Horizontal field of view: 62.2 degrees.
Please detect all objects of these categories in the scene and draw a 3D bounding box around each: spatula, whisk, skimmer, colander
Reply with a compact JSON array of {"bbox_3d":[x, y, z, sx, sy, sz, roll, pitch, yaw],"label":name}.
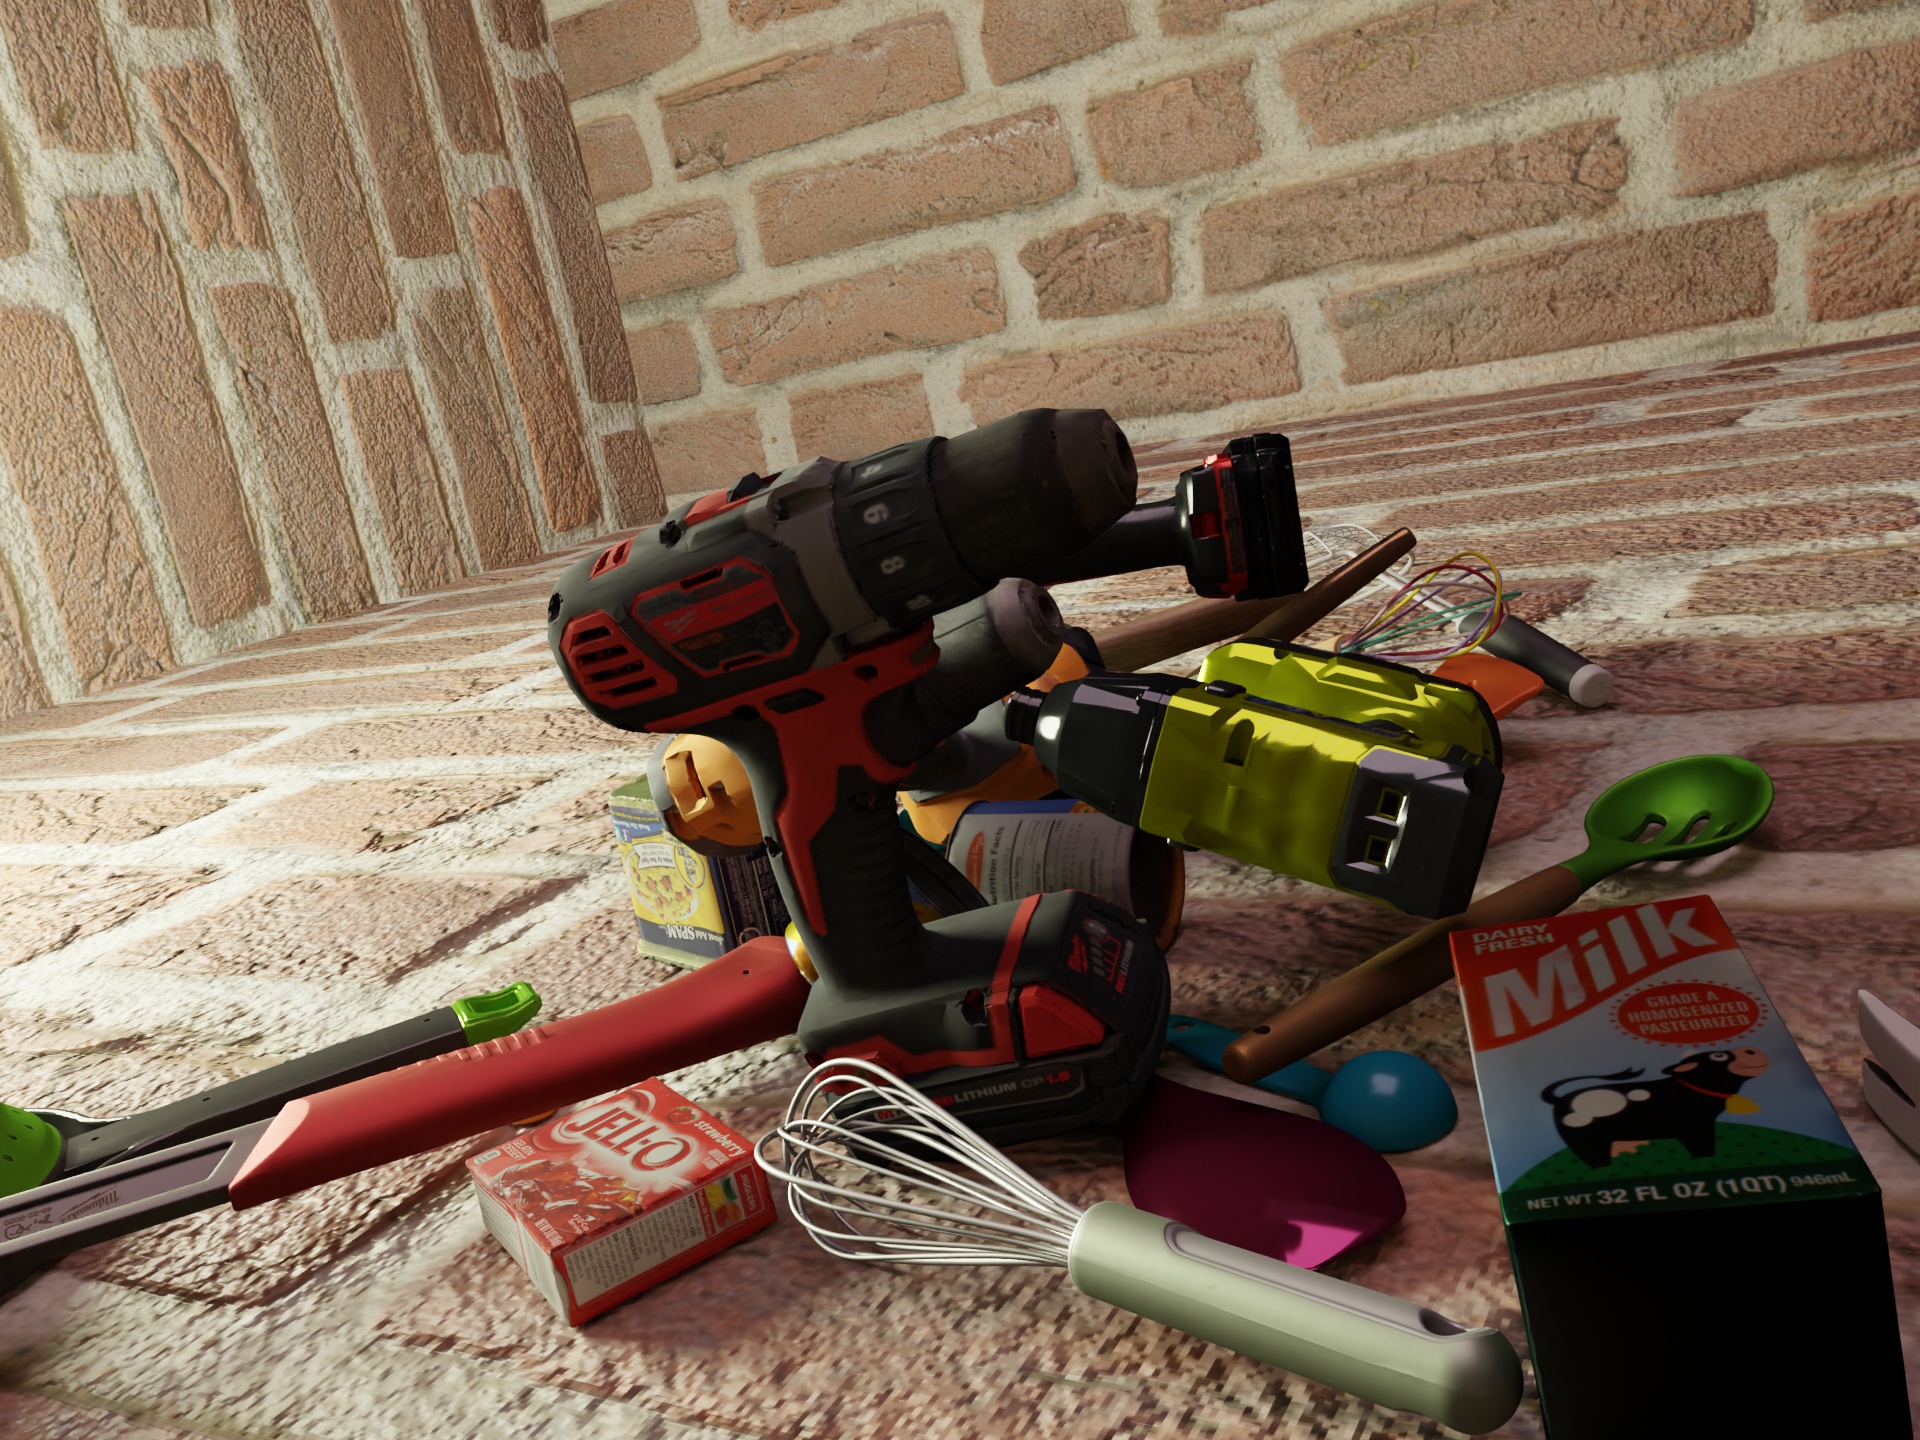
[{"bbox_3d":[0.136,0.029,0.804,0.322,0.041,0.081,-15,17,-9],"label":"spatula"},{"bbox_3d":[0.031,0.138,0.426,0.246,0.059,0.057,3,-5,44],"label":"whisk"},{"bbox_3d":[0.234,-0.047,0.904,0.051,0.047,0.245,-26,-1,-19],"label":"whisk"},{"bbox_3d":[0.299,-0.054,1.029,0.127,0.090,0.364,-12,24,-12],"label":"skimmer"},{"bbox_3d":[-0.370,0.148,0.628,0.397,0.094,0.205,-18,15,-24],"label":"colander"},{"bbox_3d":[0.105,-0.013,0.856,0.317,0.044,0.082,-36,14,7],"label":"spatula"}]

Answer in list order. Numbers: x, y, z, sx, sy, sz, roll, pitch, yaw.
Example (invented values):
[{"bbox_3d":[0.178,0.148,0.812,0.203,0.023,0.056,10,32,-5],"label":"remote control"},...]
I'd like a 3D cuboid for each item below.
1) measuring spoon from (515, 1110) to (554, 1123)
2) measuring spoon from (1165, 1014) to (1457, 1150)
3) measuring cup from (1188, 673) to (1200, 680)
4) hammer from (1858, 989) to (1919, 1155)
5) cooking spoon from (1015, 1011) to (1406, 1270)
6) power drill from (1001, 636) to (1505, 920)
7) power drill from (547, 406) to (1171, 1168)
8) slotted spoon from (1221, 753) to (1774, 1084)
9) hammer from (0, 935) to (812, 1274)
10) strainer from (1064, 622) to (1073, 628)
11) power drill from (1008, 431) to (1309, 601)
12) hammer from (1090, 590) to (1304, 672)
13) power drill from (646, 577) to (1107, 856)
[{"bbox_3d":[-0.145,0.136,0.667,0.021,0.011,0.117,-3,16,33],"label":"measuring spoon"},{"bbox_3d":[0.108,0.111,0.534,0.042,0.021,0.129,-20,18,-32],"label":"measuring spoon"},{"bbox_3d":[0.168,-0.001,0.769,0.168,0.038,0.083,0,25,43],"label":"measuring cup"},{"bbox_3d":[0.407,0.068,0.436,0.334,0.035,0.146,-17,15,-20],"label":"hammer"},{"bbox_3d":[0.040,0.118,0.570,0.068,0.017,0.319,-21,16,-21],"label":"cooking spoon"},{"bbox_3d":[0.127,0.013,0.626,0.171,0.080,0.223,16,9,21],"label":"power drill"},{"bbox_3d":[-0.005,0.020,0.503,0.188,0.226,0.080,-17,20,22],"label":"power drill"},{"bbox_3d":[0.204,0.068,0.581,0.313,0.031,0.070,-18,14,-36],"label":"slotted spoon"},{"bbox_3d":[-0.207,0.149,0.564,0.359,0.036,0.149,-13,38,-28],"label":"hammer"},{"bbox_3d":[-0.020,-0.001,1.018,0.151,0.069,0.256,9,-19,-32],"label":"strainer"},{"bbox_3d":[0.058,-0.087,0.816,0.219,0.078,0.143,-8,2,5],"label":"power drill"},{"bbox_3d":[0.039,-0.020,0.883,0.331,0.031,0.130,-19,-30,-11],"label":"hammer"},{"bbox_3d":[-0.001,-0.002,0.702,0.185,0.084,0.226,-28,-15,27],"label":"power drill"}]
